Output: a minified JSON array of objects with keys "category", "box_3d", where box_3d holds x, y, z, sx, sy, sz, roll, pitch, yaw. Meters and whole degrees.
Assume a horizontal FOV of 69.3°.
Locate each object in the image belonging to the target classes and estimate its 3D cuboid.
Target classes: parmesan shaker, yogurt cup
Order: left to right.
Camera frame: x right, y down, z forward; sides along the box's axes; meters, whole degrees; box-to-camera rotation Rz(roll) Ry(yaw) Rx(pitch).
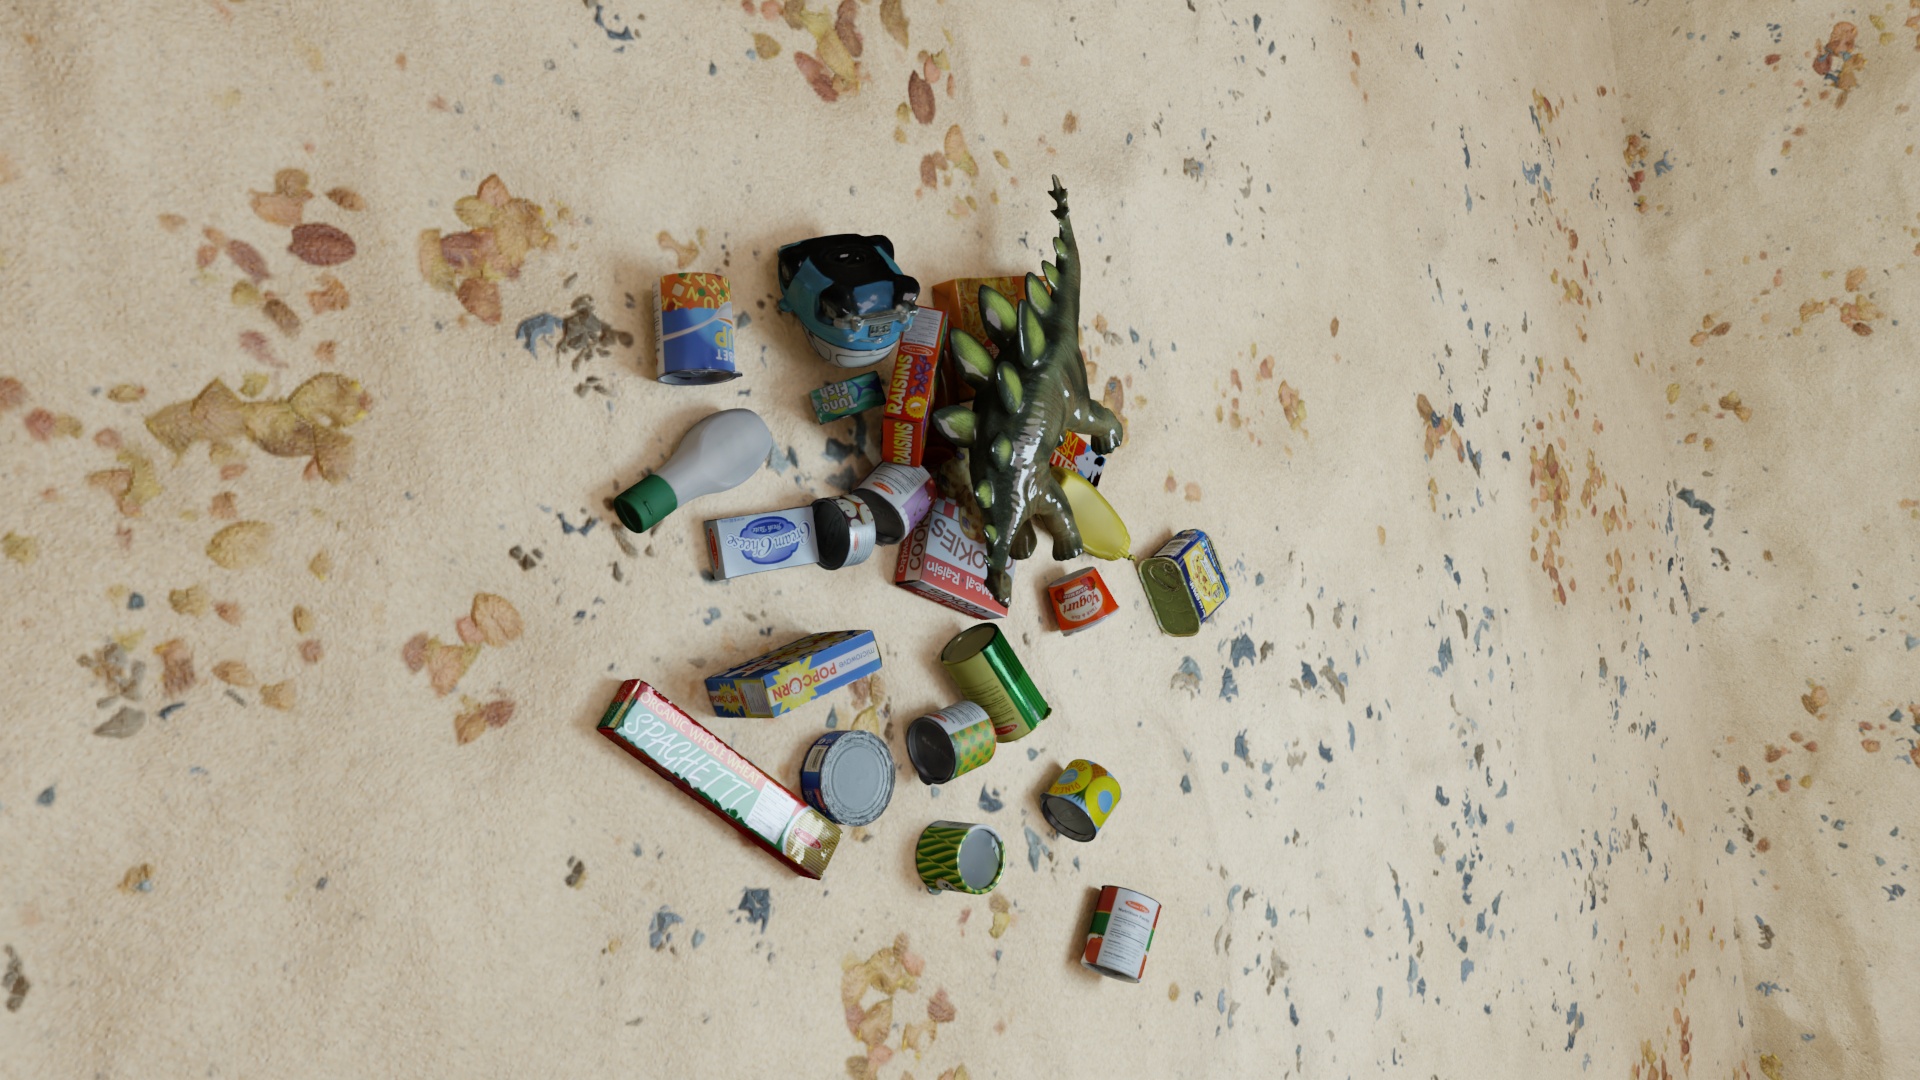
[{"category":"parmesan shaker","box_3d":[0.036,0.138,1.366,0.072,0.071,0.103,-47,115,-36]},{"category":"yogurt cup","box_3d":[0.128,0.062,1.468,0.073,0.072,0.054,-28,96,-42]}]

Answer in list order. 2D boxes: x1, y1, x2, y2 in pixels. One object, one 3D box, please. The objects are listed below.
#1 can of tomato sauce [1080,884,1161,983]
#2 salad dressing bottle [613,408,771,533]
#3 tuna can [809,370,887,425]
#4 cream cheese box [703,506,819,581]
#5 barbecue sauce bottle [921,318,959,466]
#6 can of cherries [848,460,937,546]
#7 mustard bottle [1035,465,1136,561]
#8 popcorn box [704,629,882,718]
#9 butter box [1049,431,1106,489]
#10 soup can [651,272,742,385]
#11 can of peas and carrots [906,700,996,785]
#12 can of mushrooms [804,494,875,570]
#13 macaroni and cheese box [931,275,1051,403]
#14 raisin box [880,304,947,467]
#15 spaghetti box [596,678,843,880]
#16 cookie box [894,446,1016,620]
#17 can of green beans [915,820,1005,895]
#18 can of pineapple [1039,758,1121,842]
[{"category":"can of tomato sauce","box_3d":[0.168,0.414,1.458,0.071,0.071,0.083,37,61,-34]},{"category":"salad dressing bottle","box_3d":[-0.225,-0.059,1.169,0.148,0.044,0.064,-41,114,-37]},{"category":"tuna can","box_3d":[-0.104,-0.131,1.274,0.071,0.071,0.032,-25,101,-42]},{"category":"cream cheese box","box_3d":[-0.174,0.002,1.221,0.104,0.024,0.053,-11,93,-43]},{"category":"barbecue sauce bottle","box_3d":[-0.030,-0.148,1.352,0.043,0.065,0.149,37,51,-53]},{"category":"can of cherries","box_3d":[-0.064,-0.037,1.303,0.059,0.071,0.071,-50,117,-36]},{"category":"mustard bottle","box_3d":[0.139,-0.017,1.494,0.065,0.049,0.160,-49,127,1]},{"category":"popcorn box","box_3d":[-0.142,0.114,1.194,0.127,0.085,0.038,-21,100,-43]},{"category":"butter box","box_3d":[0.112,-0.091,1.500,0.103,0.024,0.053,35,61,-35]},{"category":"soup can","box_3d":[-0.222,-0.177,1.169,0.071,0.071,0.084,0,85,-43]},{"category":"can of peas and carrots","box_3d":[-0.009,0.194,1.322,0.059,0.071,0.071,-16,96,-43]},{"category":"can of mushrooms","box_3d":[-0.111,-0.009,1.255,0.033,0.071,0.071,-12,93,-43]},{"category":"macaroni and cheese box","box_3d":[0.052,-0.212,1.449,0.167,0.040,0.123,-12,93,-43]},{"category":"raisin box","box_3d":[-0.043,-0.141,1.271,0.040,0.085,0.124,10,65,0]},{"category":"spaghetti box","box_3d":[-0.198,0.203,1.168,0.249,0.028,0.050,44,57,-30]},{"category":"cookie box","box_3d":[0.005,-0.017,1.380,0.123,0.040,0.168,25,67,-39]},{"category":"can of green beans","box_3d":[0.001,0.301,1.321,0.071,0.057,0.071,7,80,-42]},{"category":"can of pineapple","box_3d":[0.124,0.267,1.435,0.058,0.071,0.071,-47,116,-36]}]
